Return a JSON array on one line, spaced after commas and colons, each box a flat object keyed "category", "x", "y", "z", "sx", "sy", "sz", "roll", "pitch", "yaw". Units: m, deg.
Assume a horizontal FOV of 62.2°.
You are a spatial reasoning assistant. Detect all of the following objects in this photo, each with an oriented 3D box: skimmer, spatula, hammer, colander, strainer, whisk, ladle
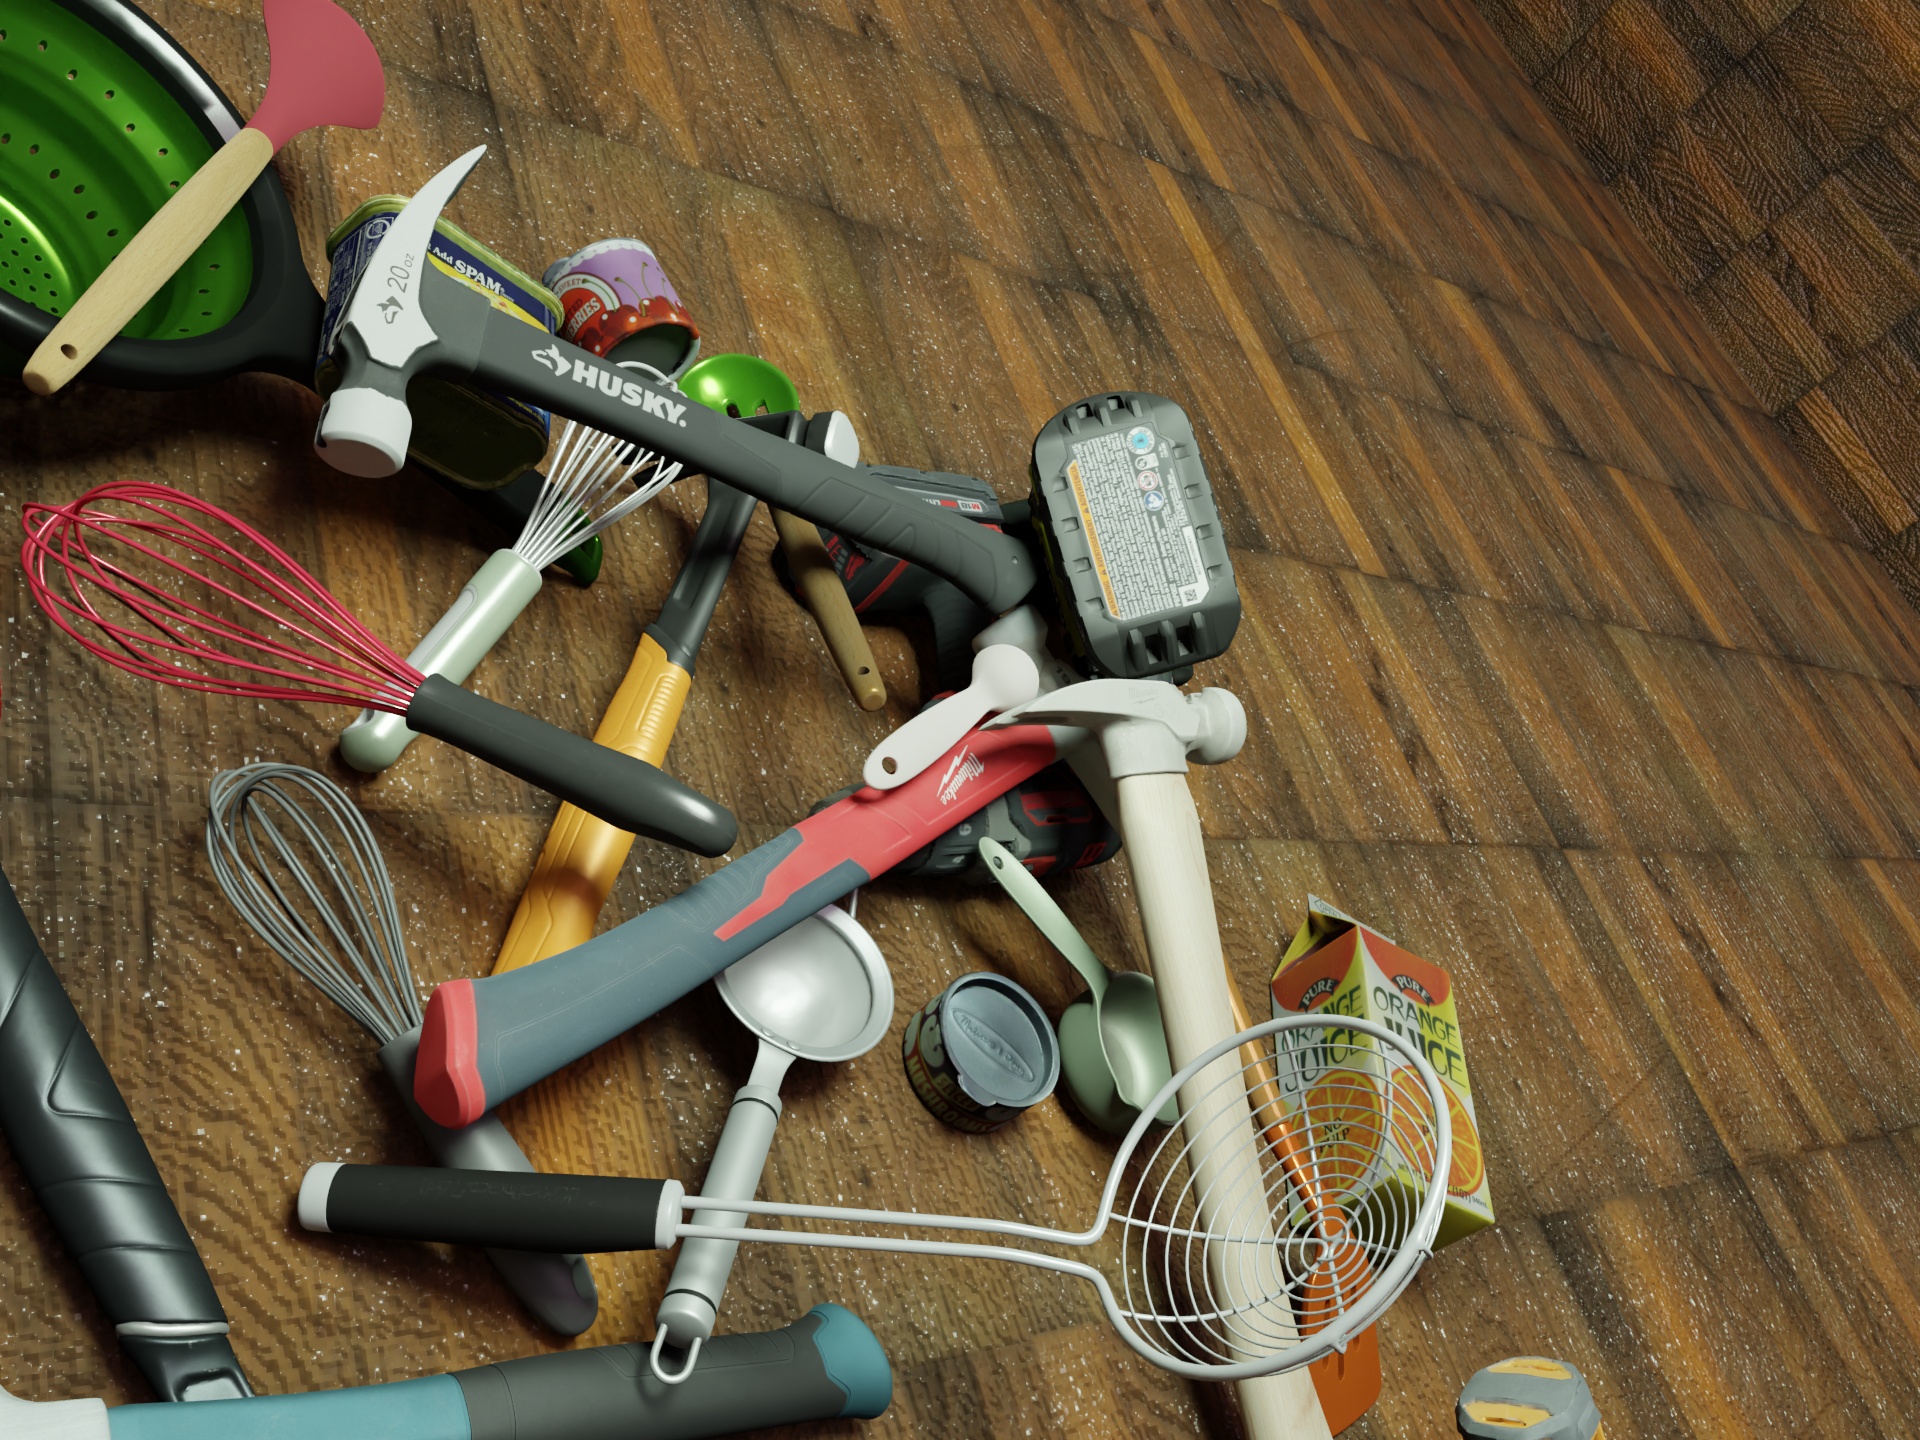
[{"category": "skimmer", "x": -0.035, "y": 0.142, "z": 0.507, "sx": 0.363, "sy": 0.090, "sz": 0.127, "roll": 3, "pitch": 36, "yaw": 2}, {"category": "spatula", "x": 0.136, "y": 0.177, "z": 0.775, "sx": 0.081, "sy": 0.041, "sz": 0.323, "roll": 1, "pitch": 63, "yaw": -49}, {"category": "hammer", "x": 0.106, "y": 0.181, "z": 0.693, "sx": 0.146, "sy": 0.038, "sz": 0.411, "roll": 1, "pitch": 73, "yaw": -41}, {"category": "colander", "x": -0.326, "y": -0.163, "z": 0.675, "sx": 0.396, "sy": 0.094, "sz": 0.205, "roll": 39, "pitch": 34, "yaw": -37}, {"category": "strainer", "x": -0.079, "y": 0.146, "z": 0.616, "sx": 0.087, "sy": 0.050, "sz": 0.259, "roll": 30, "pitch": 30, "yaw": -9}, {"category": "hammer", "x": -0.143, "y": -0.011, "z": 0.697, "sx": 0.034, "sy": 0.127, "sz": 0.337, "roll": 63, "pitch": 32, "yaw": -45}, {"category": "whisk", "x": -0.197, "y": 0.114, "z": 0.568, "sx": 0.055, "sy": 0.055, "sz": 0.239, "roll": -27, "pitch": 81, "yaw": -50}, {"category": "hammer", "x": -0.047, "y": 0.069, "z": 0.658, "sx": 0.386, "sy": 0.038, "sz": 0.143, "roll": -29, "pitch": 85, "yaw": -46}, {"category": "hammer", "x": -0.144, "y": 0.210, "z": 0.484, "sx": 0.330, "sy": 0.033, "sz": 0.128, "roll": 17, "pitch": 36, "yaw": -47}, {"category": "whisk", "x": -0.190, "y": -0.072, "z": 0.698, "sx": 0.059, "sy": 0.058, "sz": 0.246, "roll": 52, "pitch": 50, "yaw": -30}, {"category": "ladle", "x": -0.299, "y": -0.223, "z": 0.647, "sx": 0.069, "sy": 0.031, "sz": 0.316, "roll": 50, "pitch": 31, "yaw": -34}, {"category": "whisk", "x": -0.218, "y": -0.015, "z": 0.594, "sx": 0.296, "sy": 0.073, "sz": 0.073, "roll": 24, "pitch": 40, "yaw": 2}, {"category": "hammer", "x": -0.221, "y": 0.198, "z": 0.477, "sx": 0.149, "sy": 0.036, "sz": 0.409, "roll": -21, "pitch": 71, "yaw": -50}, {"category": "hammer", "x": -0.098, "y": -0.121, "z": 0.691, "sx": 0.334, "sy": 0.035, "sz": 0.146, "roll": 19, "pitch": 62, "yaw": -33}]

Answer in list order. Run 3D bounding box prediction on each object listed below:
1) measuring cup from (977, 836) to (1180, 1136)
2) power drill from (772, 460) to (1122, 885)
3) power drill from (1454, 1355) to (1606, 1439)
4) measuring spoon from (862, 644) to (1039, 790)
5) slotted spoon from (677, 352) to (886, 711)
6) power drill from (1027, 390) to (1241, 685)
[{"category": "measuring cup", "x": 0.051, "y": 0.128, "z": 0.764, "sx": 0.167, "sy": 0.038, "sz": 0.083, "roll": 51, "pitch": 36, "yaw": -4}, {"category": "power drill", "x": -0.022, "y": -0.019, "z": 0.817, "sx": 0.187, "sy": 0.080, "sz": 0.227, "roll": -1, "pitch": 60, "yaw": -42}, {"category": "power drill", "x": 0.223, "y": 0.400, "z": 0.644, "sx": 0.226, "sy": 0.084, "sz": 0.185, "roll": -24, "pitch": 98, "yaw": -49}, {"category": "measuring spoon", "x": -0.001, "y": -0.002, "z": 0.700, "sx": 0.034, "sy": 0.018, "sz": 0.124, "roll": 54, "pitch": 44, "yaw": -1}, {"category": "slotted spoon", "x": -0.087, "y": -0.101, "z": 0.795, "sx": 0.070, "sy": 0.031, "sz": 0.314, "roll": -16, "pitch": 42, "yaw": -10}, {"category": "power drill", "x": 0.086, "y": -0.071, "z": 0.845, "sx": 0.223, "sy": 0.080, "sz": 0.171, "roll": 78, "pitch": -3, "yaw": -83}]
